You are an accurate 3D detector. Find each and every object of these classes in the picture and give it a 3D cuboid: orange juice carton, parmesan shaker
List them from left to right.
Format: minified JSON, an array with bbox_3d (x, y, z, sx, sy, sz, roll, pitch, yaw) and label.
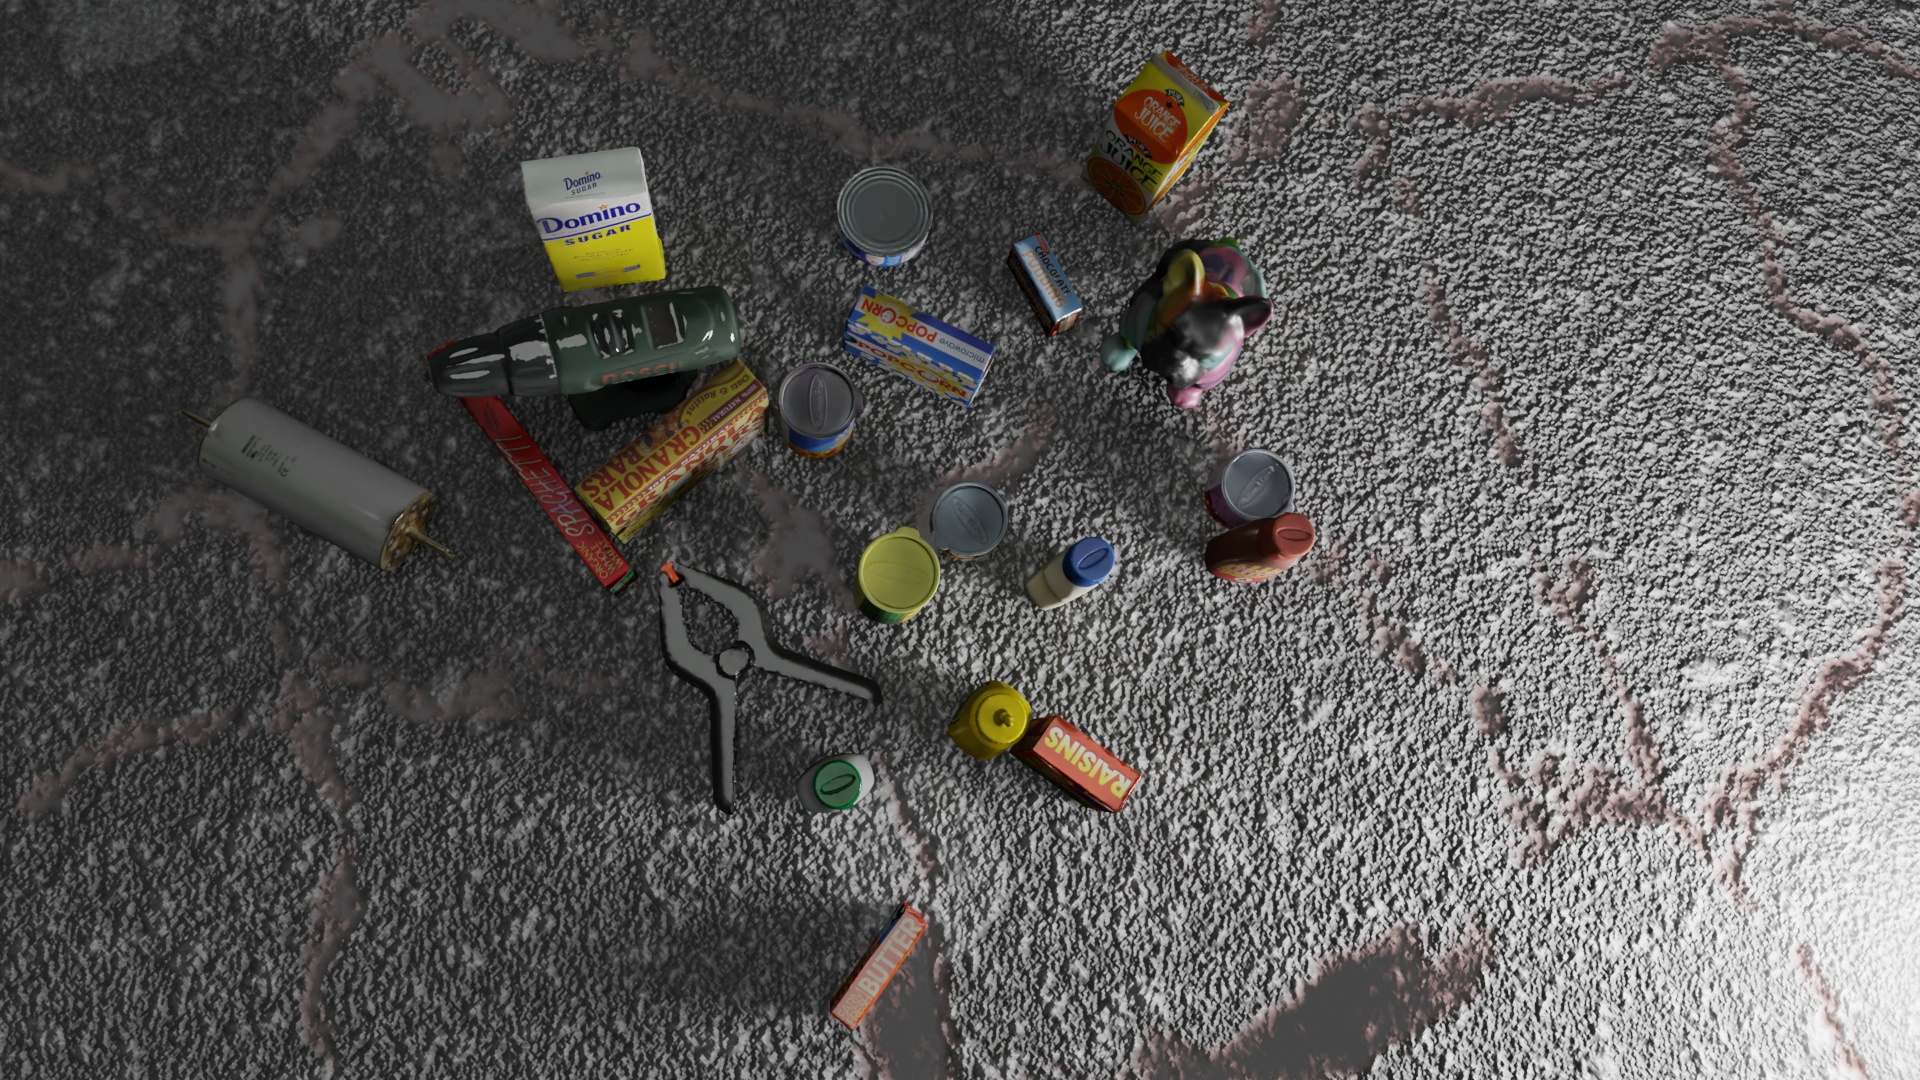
[{"bbox_3d":[-0.054,0.031,1.161,0.071,0.103,0.071,1,81,-7],"label":"parmesan shaker"},{"bbox_3d":[0.171,-0.356,1.210,0.072,0.192,0.073,41,79,1],"label":"orange juice carton"}]

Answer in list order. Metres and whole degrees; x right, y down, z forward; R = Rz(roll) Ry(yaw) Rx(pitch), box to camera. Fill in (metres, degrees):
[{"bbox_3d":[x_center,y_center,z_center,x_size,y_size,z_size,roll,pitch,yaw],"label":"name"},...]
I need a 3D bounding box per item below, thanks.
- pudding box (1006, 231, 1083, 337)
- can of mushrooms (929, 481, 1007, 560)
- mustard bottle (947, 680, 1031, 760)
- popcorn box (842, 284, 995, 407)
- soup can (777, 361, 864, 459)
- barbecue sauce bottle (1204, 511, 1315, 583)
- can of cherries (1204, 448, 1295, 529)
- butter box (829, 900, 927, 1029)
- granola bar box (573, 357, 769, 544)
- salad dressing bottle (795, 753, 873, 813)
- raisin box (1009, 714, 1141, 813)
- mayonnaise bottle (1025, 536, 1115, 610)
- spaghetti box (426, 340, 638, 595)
[{"bbox_3d":[0.076,-0.230,1.249,0.030,0.049,0.084,-27,85,-10],"label":"pudding box"},{"bbox_3d":[0.004,-0.015,1.212,0.071,0.033,0.071,1,80,-7],"label":"can of mushrooms"},{"bbox_3d":[0.027,0.144,1.123,0.049,0.160,0.065,40,79,1],"label":"mustard bottle"},{"bbox_3d":[-0.037,-0.167,1.207,0.127,0.085,0.038,25,79,-2],"label":"popcorn box"},{"bbox_3d":[-0.120,-0.109,1.187,0.071,0.083,0.071,1,81,-7],"label":"soup can"},{"bbox_3d":[0.258,0.006,1.181,0.065,0.148,0.044,7,80,-6],"label":"barbecue sauce bottle"},{"bbox_3d":[0.257,-0.042,1.235,0.071,0.058,0.071,1,80,-7],"label":"can of cherries"},{"bbox_3d":[-0.067,0.345,1.131,0.024,0.053,0.104,37,78,0],"label":"butter box"},{"bbox_3d":[-0.232,-0.070,1.146,0.166,0.124,0.039,-41,88,-11],"label":"granola bar box"},{"bbox_3d":[-0.099,0.193,1.105,0.064,0.147,0.044,-21,84,-10],"label":"salad dressing bottle"},{"bbox_3d":[0.092,0.184,1.143,0.086,0.123,0.040,37,79,0],"label":"raisin box"},{"bbox_3d":[0.096,0.025,1.158,0.065,0.148,0.041,-31,86,-11],"label":"mayonnaise bottle"},{"bbox_3d":[-0.358,-0.059,1.167,0.029,0.050,0.250,-38,87,-11],"label":"spaghetti box"}]
